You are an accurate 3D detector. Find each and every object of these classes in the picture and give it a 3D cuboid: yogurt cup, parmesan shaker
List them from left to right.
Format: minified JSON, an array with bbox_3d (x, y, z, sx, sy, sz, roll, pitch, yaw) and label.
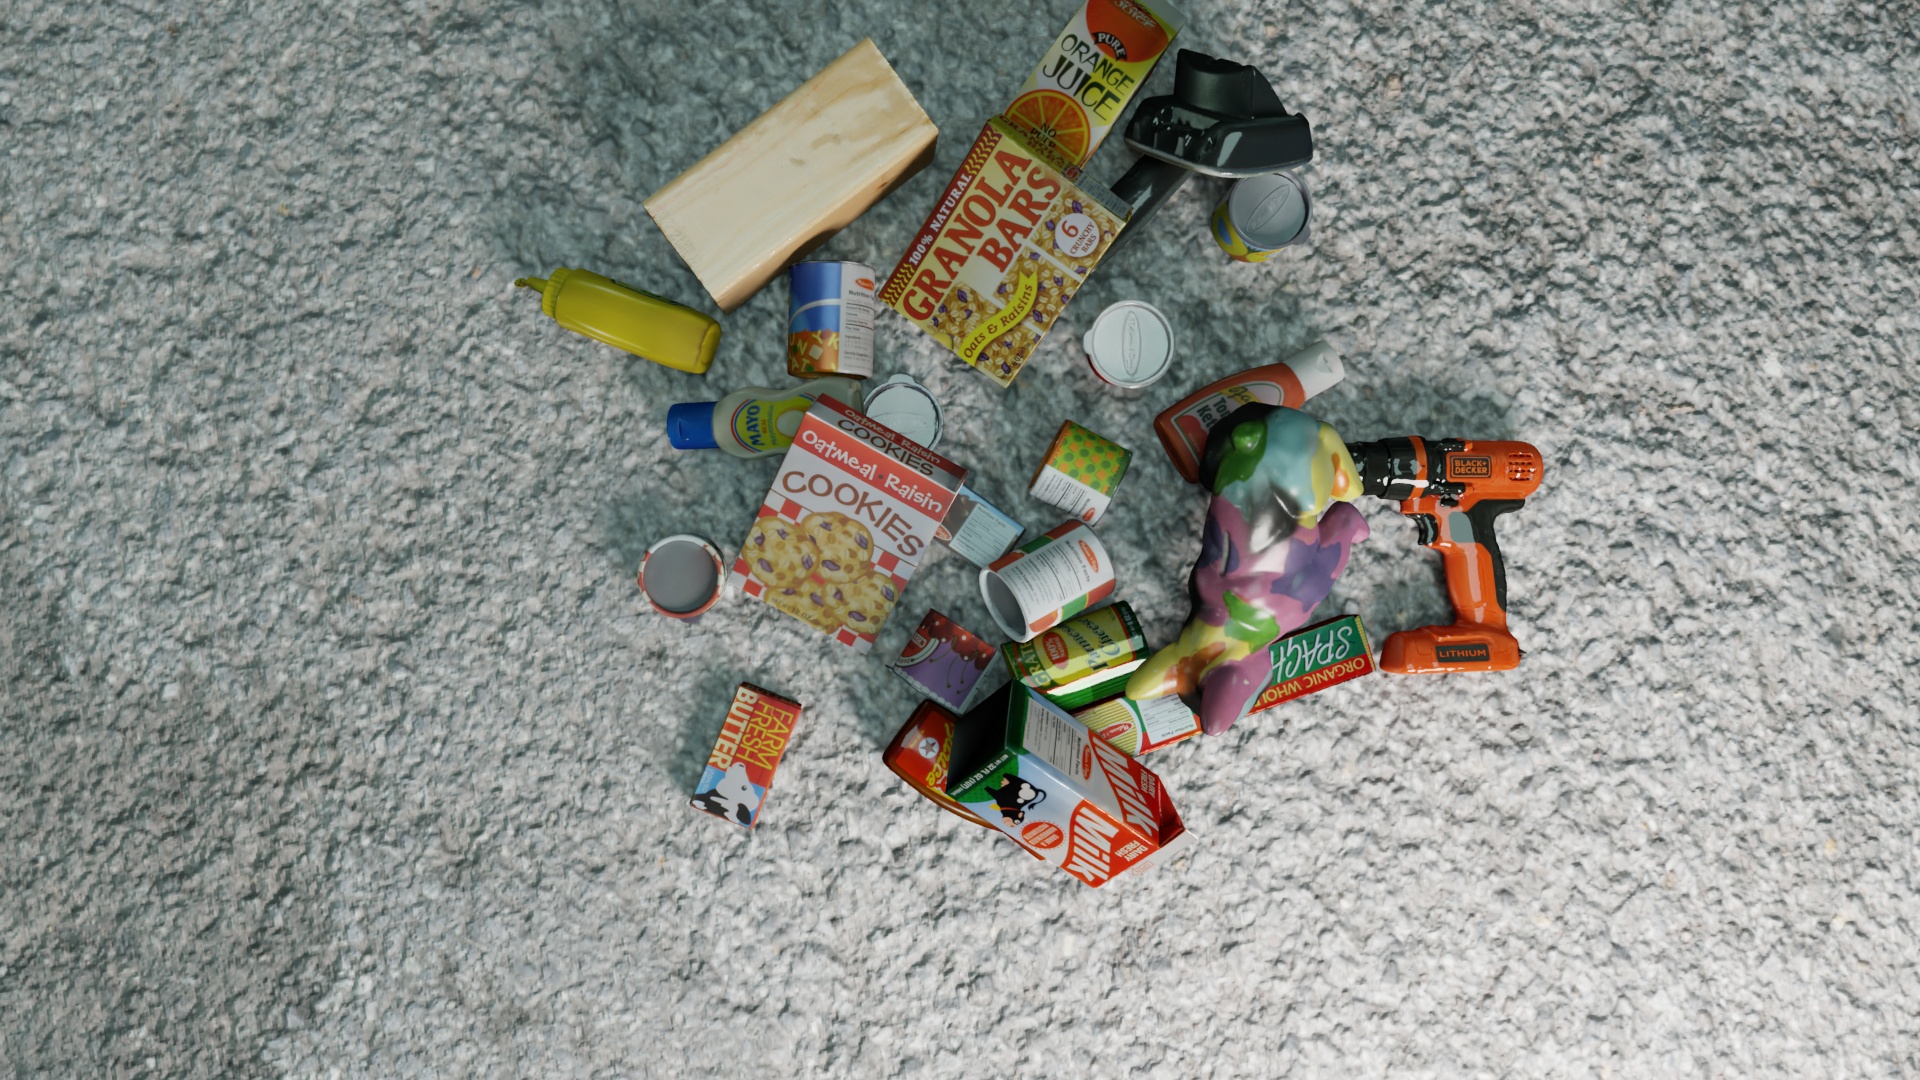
[{"bbox_3d":[0.090,0.091,1.074,0.103,0.071,0.071,-20,91,-4],"label":"parmesan shaker"},{"bbox_3d":[0.129,-0.150,1.083,0.072,0.054,0.072,0,90,-4],"label":"yogurt cup"}]

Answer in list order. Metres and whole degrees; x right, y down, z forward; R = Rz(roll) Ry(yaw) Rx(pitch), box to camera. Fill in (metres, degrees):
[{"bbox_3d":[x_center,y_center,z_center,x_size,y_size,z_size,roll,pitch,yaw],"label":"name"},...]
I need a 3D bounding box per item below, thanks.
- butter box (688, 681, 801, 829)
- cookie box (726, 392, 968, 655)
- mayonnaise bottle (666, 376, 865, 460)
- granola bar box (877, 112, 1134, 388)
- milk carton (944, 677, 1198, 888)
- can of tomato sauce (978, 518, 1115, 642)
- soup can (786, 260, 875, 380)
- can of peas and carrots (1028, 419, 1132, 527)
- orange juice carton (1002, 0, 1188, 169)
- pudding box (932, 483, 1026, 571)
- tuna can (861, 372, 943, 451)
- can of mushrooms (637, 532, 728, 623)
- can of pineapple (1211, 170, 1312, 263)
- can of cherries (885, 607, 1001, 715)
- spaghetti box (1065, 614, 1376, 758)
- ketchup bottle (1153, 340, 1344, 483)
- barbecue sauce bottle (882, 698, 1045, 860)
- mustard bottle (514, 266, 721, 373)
[{"bbox_3d":[-0.166,0.166,1.076,0.053,0.024,0.103,23,88,-2],"label":"butter box"},{"bbox_3d":[-0.086,-0.011,1.035,0.123,0.040,0.166,28,121,-3],"label":"cookie box"},{"bbox_3d":[-0.148,-0.089,1.055,0.148,0.041,0.064,-2,101,12],"label":"mayonnaise bottle"},{"bbox_3d":[0.031,-0.214,1.043,0.124,0.039,0.164,35,122,-3],"label":"granola bar box"},{"bbox_3d":[0.086,0.193,1.038,0.190,0.074,0.072,35,124,-18],"label":"milk carton"},{"bbox_3d":[0.065,0.031,1.060,0.083,0.071,0.071,-28,92,-22],"label":"can of tomato sauce"},{"bbox_3d":[-0.101,-0.167,1.064,0.071,0.071,0.083,2,90,-3],"label":"soup can"},{"bbox_3d":[0.093,-0.054,1.075,0.059,0.071,0.071,27,88,-2],"label":"can of peas and carrots"},{"bbox_3d":[0.094,-0.349,1.073,0.072,0.073,0.193,36,87,-3],"label":"orange juice carton"},{"bbox_3d":[0.004,-0.014,1.086,0.084,0.030,0.049,34,89,-3],"label":"pudding box"},{"bbox_3d":[-0.047,-0.094,1.082,0.071,0.033,0.071,0,90,-3],"label":"tuna can"},{"bbox_3d":[-0.213,0.029,1.070,0.071,0.033,0.071,0,89,-4],"label":"can of mushrooms"},{"bbox_3d":[0.236,-0.253,1.088,0.071,0.058,0.071,0,90,-3],"label":"can of pineapple"},{"bbox_3d":[-0.013,0.091,1.065,0.071,0.071,0.058,33,88,-3],"label":"can of cherries"},{"bbox_3d":[0.203,0.120,1.097,0.250,0.028,0.050,-19,91,-3],"label":"spaghetti box"},{"bbox_3d":[0.230,-0.106,1.094,0.149,0.043,0.064,-30,91,-4],"label":"ketchup bottle"},{"bbox_3d":[0.015,0.190,1.078,0.148,0.043,0.065,38,82,-3],"label":"barbecue sauce bottle"},{"bbox_3d":[-0.264,-0.173,1.055,0.160,0.065,0.048,20,93,1],"label":"mustard bottle"}]
